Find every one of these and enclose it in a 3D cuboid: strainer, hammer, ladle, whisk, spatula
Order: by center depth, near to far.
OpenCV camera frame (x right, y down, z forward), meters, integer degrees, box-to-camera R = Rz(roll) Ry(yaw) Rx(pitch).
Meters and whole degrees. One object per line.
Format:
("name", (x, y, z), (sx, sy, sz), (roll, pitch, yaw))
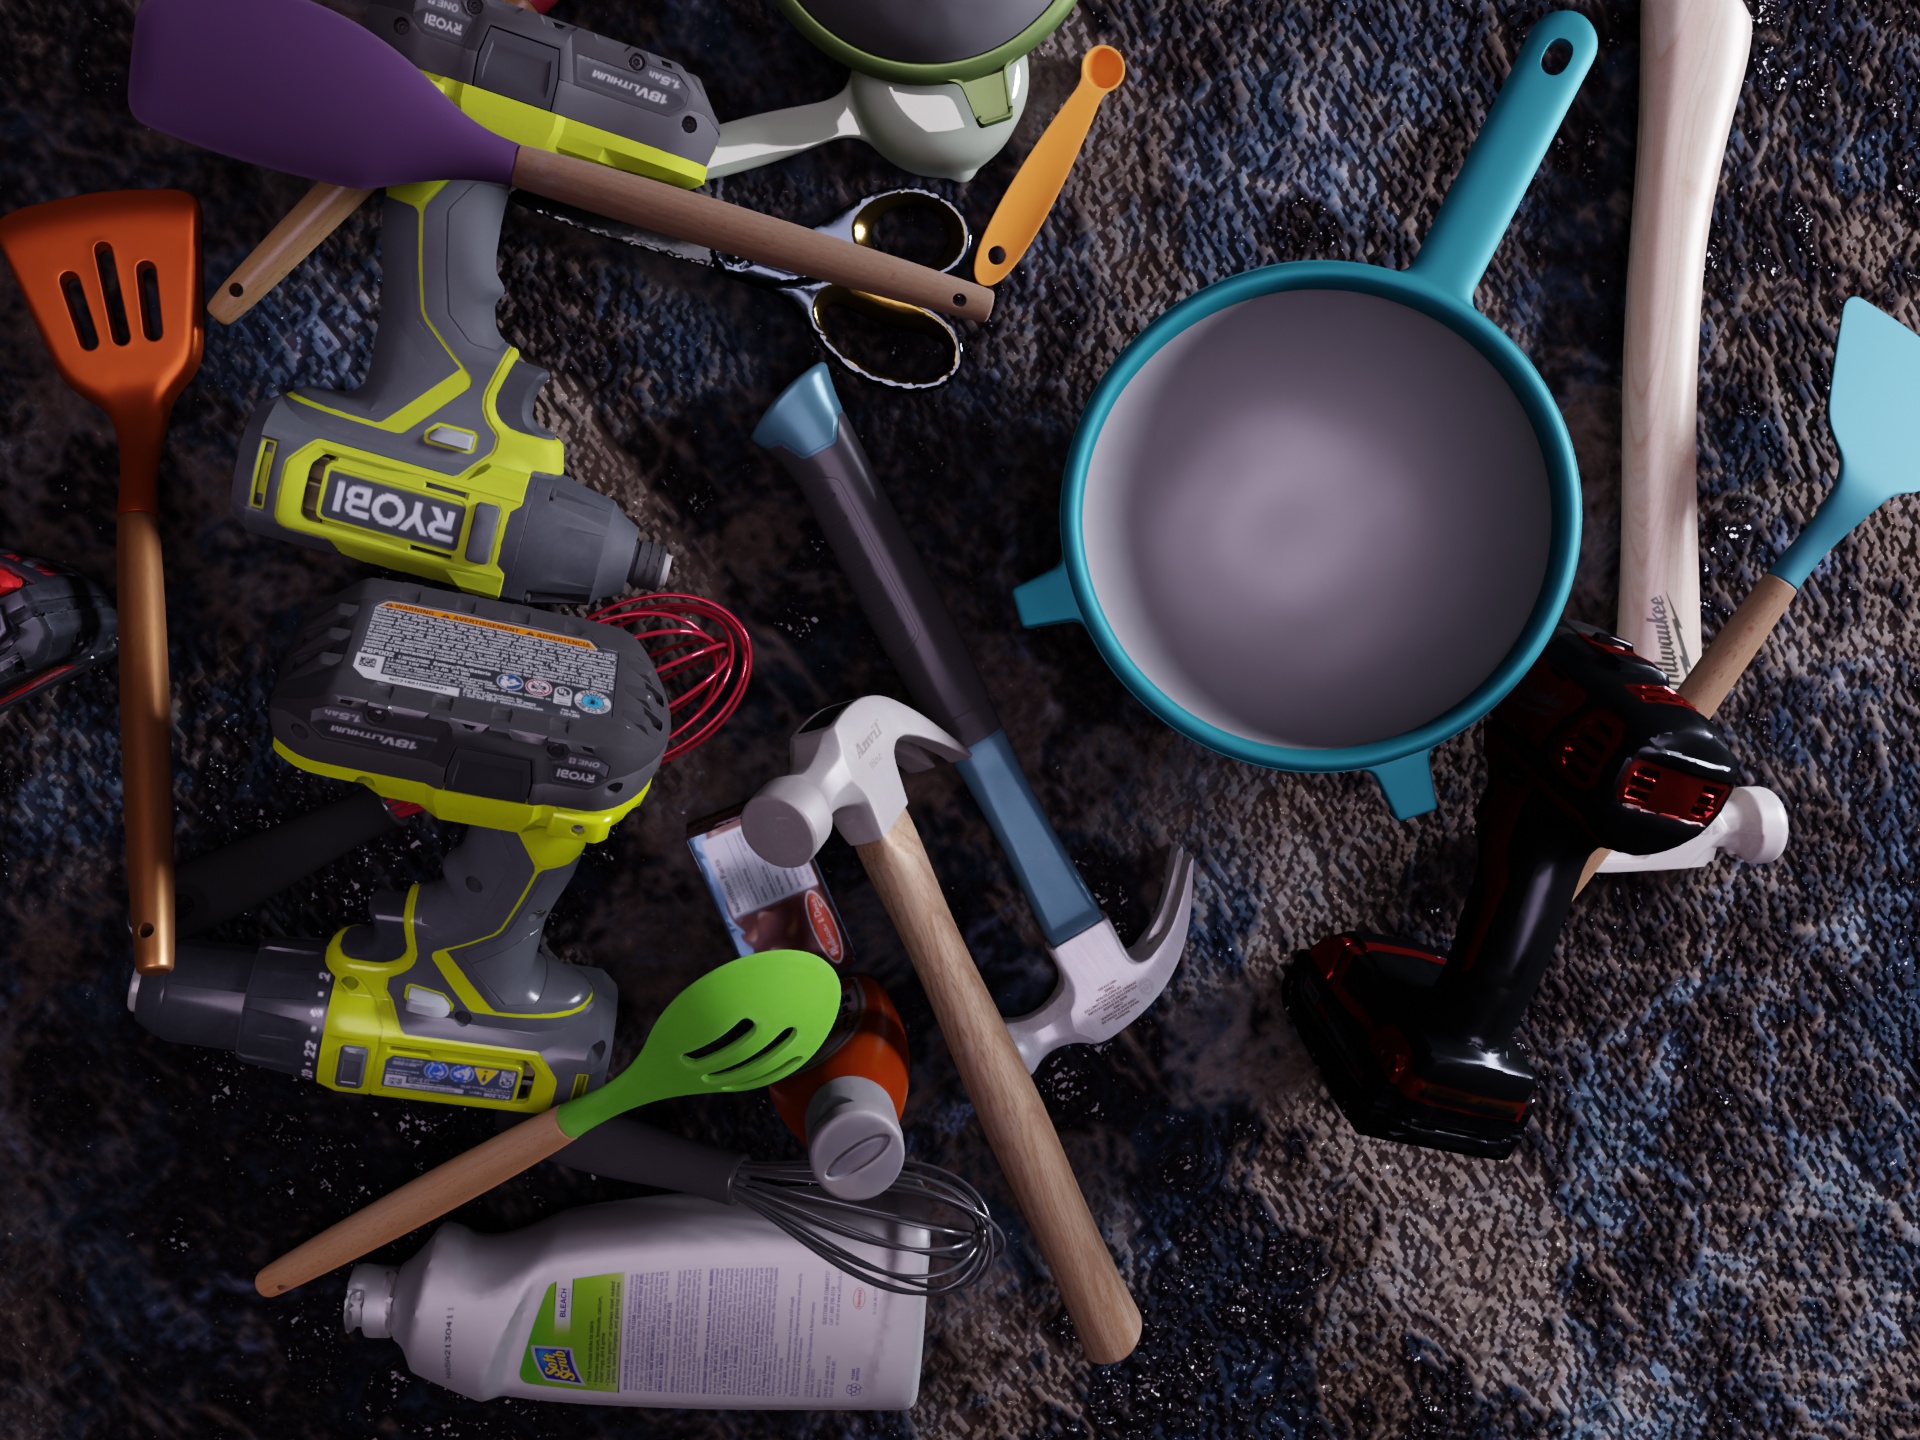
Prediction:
("spatula", (-0.137, -0.199, 0.585), (0.315, 0.018, 0.059), (14, 110, -13))
("strainer", (0.015, -0.372, 0.600), (0.151, 0.069, 0.256), (30, 101, -10))
("spatula", (-0.324, -0.061, 0.620), (0.081, 0.041, 0.323), (-10, 71, -7))
("ladle", (-0.198, -0.279, 0.658), (0.315, 0.031, 0.069), (-45, 101, 1))
("hammer", (0.010, 0.139, 0.676), (0.031, 0.130, 0.331), (-13, 112, 27))
("whisk", (-0.224, 0.027, 0.677), (0.296, 0.073, 0.073), (-25, 100, 2))
("whisk", (-0.096, 0.198, 0.686), (0.239, 0.055, 0.055), (10, 96, 17))
("strainer", (0.178, -0.139, 0.693), (0.211, 0.095, 0.340), (27, 89, 5))
("hammer", (-0.001, -0.002, 0.716), (0.128, 0.033, 0.331), (-29, 100, -3))
("spatula", (0.358, -0.042, 0.733), (0.082, 0.044, 0.317), (32, 97, -9))
("hammer", (0.320, -0.132, 0.747), (0.146, 0.038, 0.410), (-2, 97, -7))

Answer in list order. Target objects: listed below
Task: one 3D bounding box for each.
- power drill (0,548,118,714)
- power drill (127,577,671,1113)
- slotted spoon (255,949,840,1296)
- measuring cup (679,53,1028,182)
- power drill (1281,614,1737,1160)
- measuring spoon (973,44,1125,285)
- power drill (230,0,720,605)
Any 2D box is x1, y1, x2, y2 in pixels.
("power drill", (-0.435, -0.103, 0.621), (0.143, 0.078, 0.219), (-28, 97, -5))
("power drill", (-0.218, 0.063, 0.625), (0.190, 0.080, 0.228), (12, 125, -16))
("slotted spoon", (-0.182, 0.179, 0.665), (0.314, 0.031, 0.070), (-30, 132, 18))
("measuring cup", (-0.050, -0.260, 0.674), (0.167, 0.038, 0.083), (-19, 99, -8))
("power drill", (0.227, 0.056, 0.705), (0.080, 0.188, 0.226), (14, 113, -16))
("measuring spoon", (0.038, -0.245, 0.706), (0.021, 0.011, 0.117), (29, 96, -12))
("power drill", (-0.180, -0.162, 0.642), (0.171, 0.080, 0.223), (15, 104, -14))
